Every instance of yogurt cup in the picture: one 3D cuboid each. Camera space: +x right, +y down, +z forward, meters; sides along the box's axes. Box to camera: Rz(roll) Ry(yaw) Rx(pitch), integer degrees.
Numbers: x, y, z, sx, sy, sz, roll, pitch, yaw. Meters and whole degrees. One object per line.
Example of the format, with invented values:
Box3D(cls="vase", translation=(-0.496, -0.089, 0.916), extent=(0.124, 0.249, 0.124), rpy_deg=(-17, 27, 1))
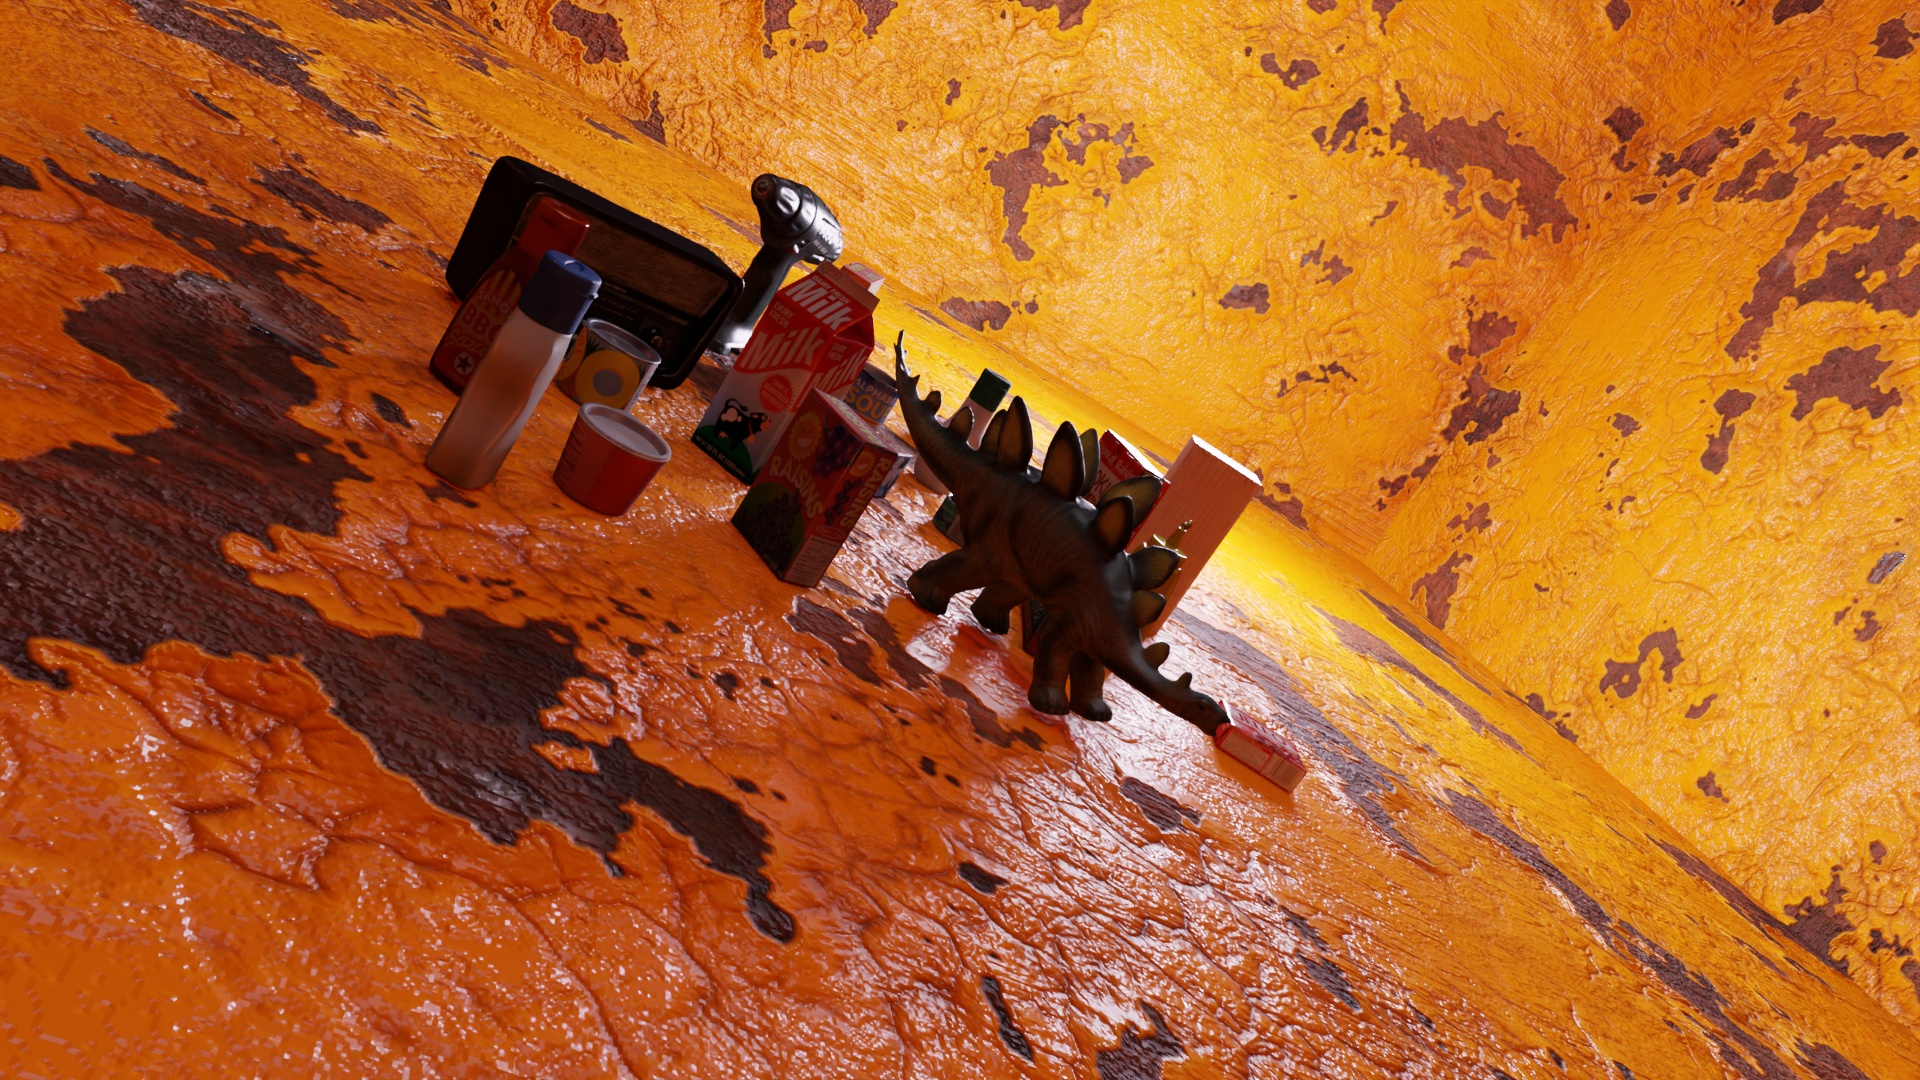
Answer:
Box3D(cls="yogurt cup", translation=(-0.238, -0.053, 0.938), extent=(0.072, 0.054, 0.072), rpy_deg=(32, 13, -8))

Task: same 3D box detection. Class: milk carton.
Box3D(cls="milk carton", translation=(-0.142, -0.143, 1.189), extent=(0.072, 0.190, 0.073), rpy_deg=(38, 13, 20))

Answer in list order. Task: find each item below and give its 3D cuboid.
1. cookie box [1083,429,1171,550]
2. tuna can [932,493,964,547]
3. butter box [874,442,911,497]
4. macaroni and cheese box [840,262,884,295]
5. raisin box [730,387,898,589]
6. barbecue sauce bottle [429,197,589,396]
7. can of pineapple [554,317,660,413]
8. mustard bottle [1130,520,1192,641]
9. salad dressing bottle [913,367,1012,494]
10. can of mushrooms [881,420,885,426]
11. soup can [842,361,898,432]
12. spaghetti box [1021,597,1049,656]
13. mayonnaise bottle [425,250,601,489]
Box3D(cls="cookie box", translation=(0.143, -0.023, 1.488), extent=(0.040, 0.167, 0.123), rpy_deg=(28, 14, -24))
Box3D(cls="tuna can", translation=(0.005, -0.018, 1.437), extent=(0.071, 0.032, 0.071), rpy_deg=(32, 13, -8))
Box3D(cls="butter box", translation=(-0.090, -0.071, 1.355), extent=(0.024, 0.053, 0.103), rpy_deg=(38, 14, 20))
Box3D(cls="macaroni and cheese box", translation=(-0.149, -0.224, 1.516), extent=(0.040, 0.166, 0.124), rpy_deg=(33, 13, -4))
Box3D(cls="raisin box", translation=(-0.111, -0.039, 1.037), extent=(0.040, 0.123, 0.086), rpy_deg=(20, 18, -46))
Box3D(cls="barbecue sauce bottle", translation=(-0.309, -0.166, 0.967), extent=(0.065, 0.148, 0.044), rpy_deg=(36, 13, 11))
Box3D(cls="can of pineapple", translation=(-0.287, -0.139, 1.123), extent=(0.071, 0.057, 0.071), rpy_deg=(32, 13, -8))
Box3D(cls="mustard bottle", translation=(0.170, 0.044, 1.323), extent=(0.065, 0.160, 0.049), rpy_deg=(34, 12, 2))
Box3D(cls="salad dressing bottle", translation=(0.004, -0.123, 1.560), extent=(0.064, 0.147, 0.044), rpy_deg=(23, 16, -40))
Box3D(cls="can of mushrooms", translation=(-0.117, -0.164, 1.672), extent=(0.071, 0.033, 0.071), rpy_deg=(32, 13, -8))
Box3D(cls="soup can", translation=(-0.110, -0.146, 1.511), extent=(0.071, 0.083, 0.071), rpy_deg=(32, 13, -8))
Box3D(cls="spaghetti box", translation=(0.081, 0.052, 1.327), extent=(0.028, 0.050, 0.251), rpy_deg=(32, 13, -7))
Box3D(cls="mayonnaise bottle", translation=(-0.268, -0.103, 0.838), extent=(0.041, 0.147, 0.065), rpy_deg=(31, 13, -11))
